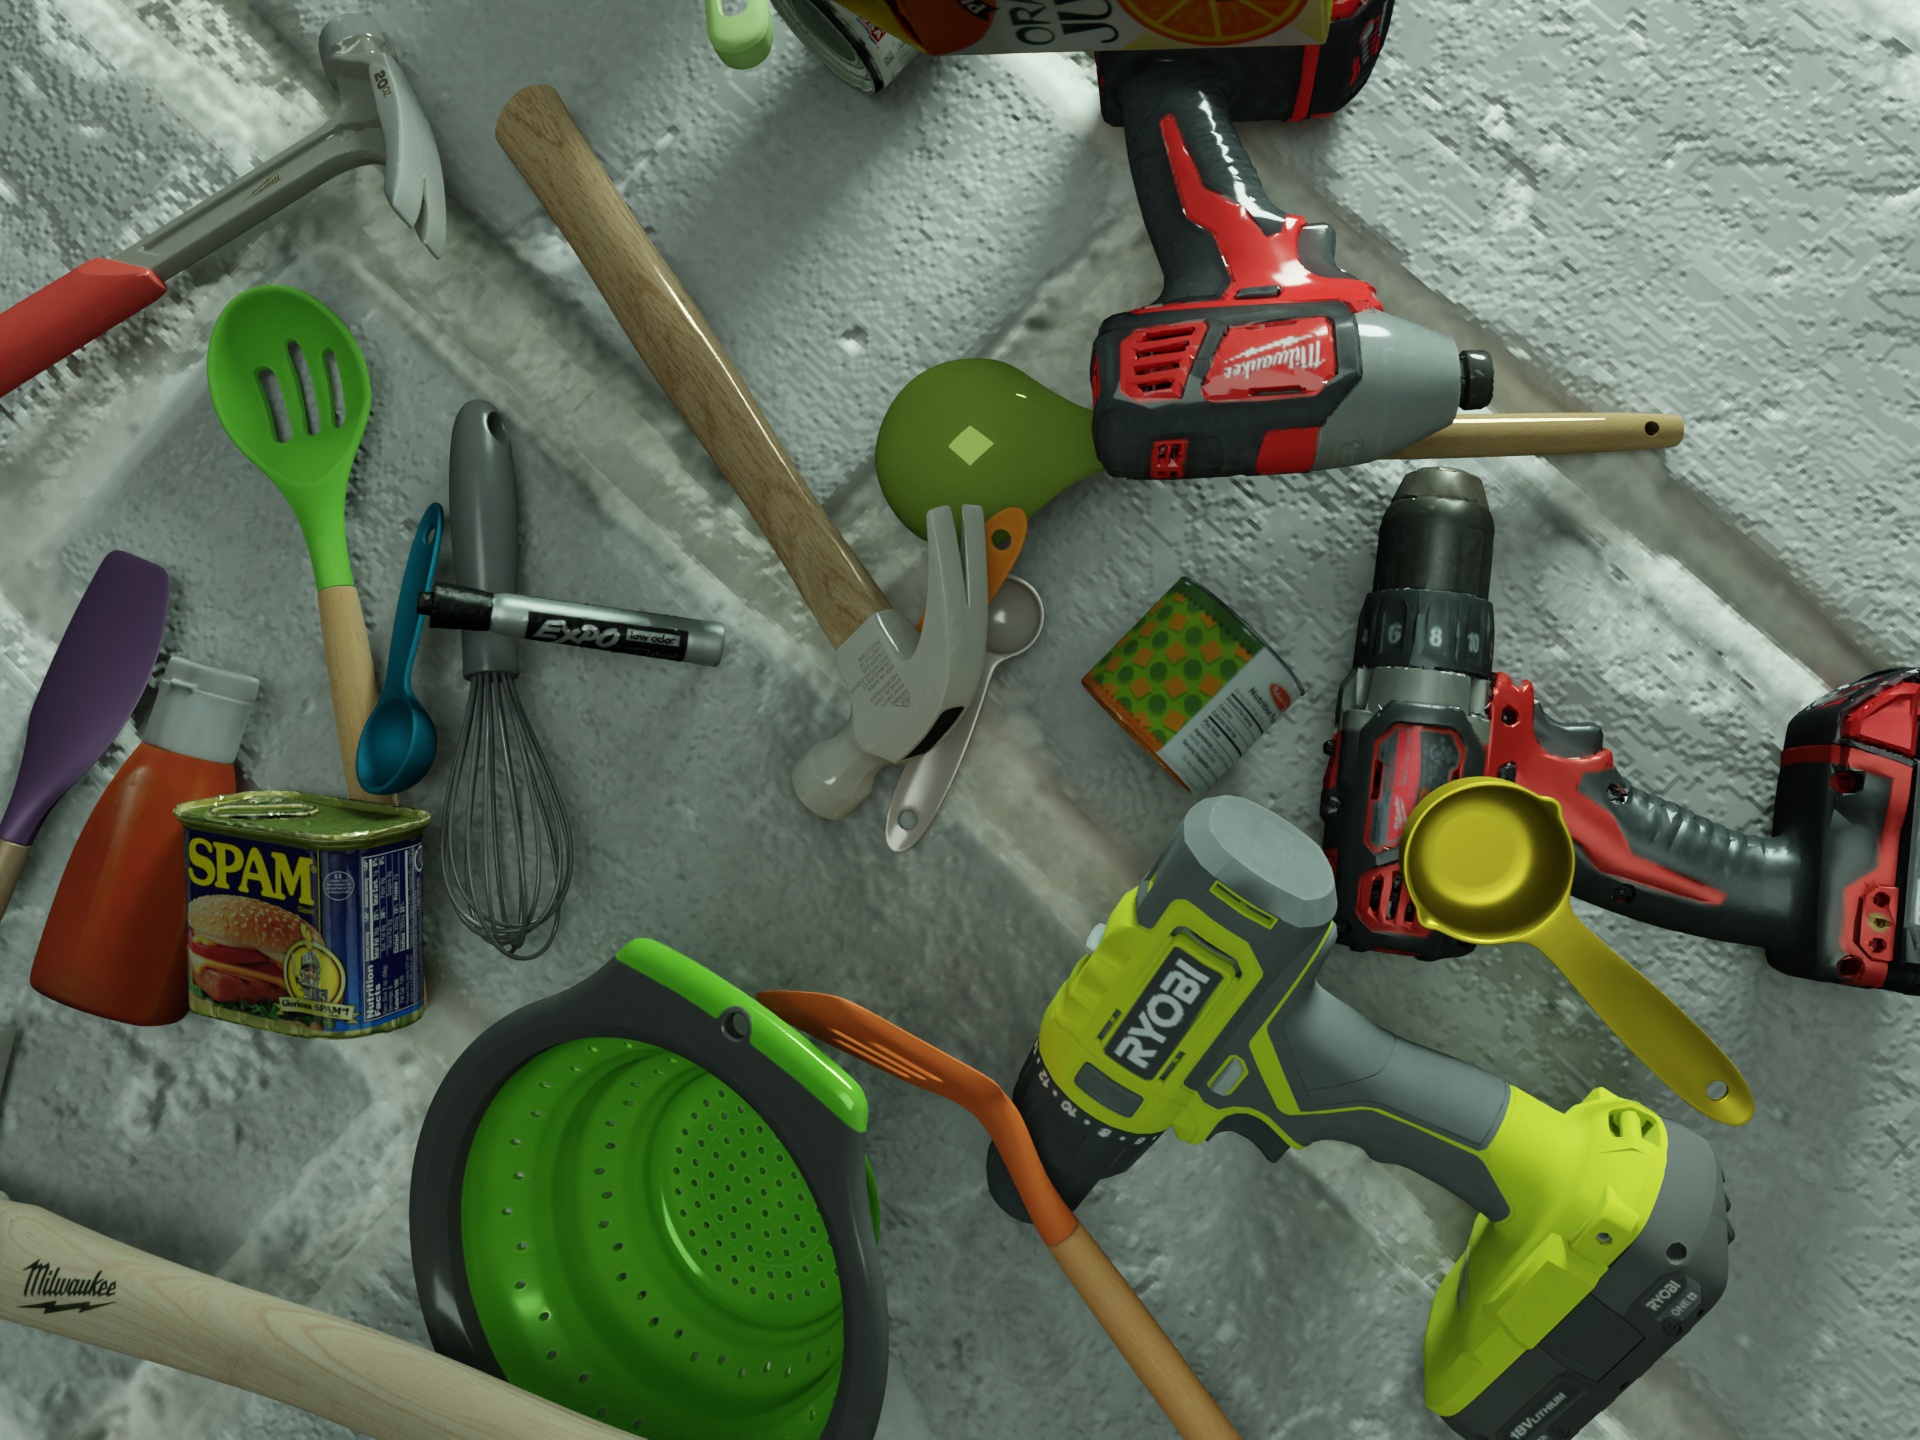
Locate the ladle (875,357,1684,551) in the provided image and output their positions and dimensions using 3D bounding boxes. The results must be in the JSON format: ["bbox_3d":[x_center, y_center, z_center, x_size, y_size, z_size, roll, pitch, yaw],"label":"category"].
[{"bbox_3d":[0.125,-0.111,0.641,0.320,0.062,0.078,-2,89,-1],"label":"ladle"}]

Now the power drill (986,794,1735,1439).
[{"bbox_3d":[0.132,0.158,0.578,0.228,0.080,0.190,32,117,6],"label":"power drill"}]

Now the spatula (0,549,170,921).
[{"bbox_3d":[-0.414,0.076,0.680,0.060,0.018,0.316,21,85,24],"label":"spatula"}]

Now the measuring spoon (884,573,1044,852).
[{"bbox_3d":[-0.001,-0.002,0.655,0.034,0.018,0.124,26,95,8],"label":"measuring spoon"}]

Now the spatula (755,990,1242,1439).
[{"bbox_3d":[0.044,0.211,0.579,0.041,0.081,0.322,-40,101,-27],"label":"spatula"}]

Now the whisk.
[{"bbox_3d":[-0.192,-0.020,0.660,0.055,0.055,0.239,-7,80,5],"label":"whisk"}]

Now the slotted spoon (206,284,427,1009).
[{"bbox_3d":[-0.263,-0.030,0.676,0.070,0.031,0.314,-12,86,5],"label":"slotted spoon"}]

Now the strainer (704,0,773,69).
[{"bbox_3d":[-0.091,-0.355,0.646,0.151,0.069,0.256,-10,71,8],"label":"strainer"}]

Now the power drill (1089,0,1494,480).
[{"bbox_3d":[0.118,-0.195,0.600,0.143,0.078,0.220,-2,72,6],"label":"power drill"}]

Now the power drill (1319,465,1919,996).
[{"bbox_3d":[0.253,0.006,0.596,0.227,0.080,0.188,7,86,10],"label":"power drill"}]

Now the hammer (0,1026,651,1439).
[{"bbox_3d":[-0.253,0.226,0.594,0.411,0.038,0.146,8,86,23],"label":"hammer"}]

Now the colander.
[{"bbox_3d":[-0.130,0.263,0.614,0.205,0.094,0.397,31,107,20],"label":"colander"}]

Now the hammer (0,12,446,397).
[{"bbox_3d":[-0.381,-0.165,0.675,0.359,0.036,0.149,-28,56,6],"label":"hammer"}]

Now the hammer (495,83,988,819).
[{"bbox_3d":[-0.097,-0.129,0.646,0.130,0.031,0.331,-42,75,34],"label":"hammer"}]

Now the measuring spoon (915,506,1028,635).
[{"bbox_3d":[-0.006,-0.038,0.637,0.021,0.011,0.117,36,112,5],"label":"measuring spoon"}]

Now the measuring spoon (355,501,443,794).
[{"bbox_3d":[-0.223,-0.029,0.662,0.042,0.021,0.129,-10,67,39],"label":"measuring spoon"}]

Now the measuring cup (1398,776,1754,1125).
[{"bbox_3d":[0.216,0.082,0.555,0.156,0.029,0.062,45,100,-2],"label":"measuring cup"}]
